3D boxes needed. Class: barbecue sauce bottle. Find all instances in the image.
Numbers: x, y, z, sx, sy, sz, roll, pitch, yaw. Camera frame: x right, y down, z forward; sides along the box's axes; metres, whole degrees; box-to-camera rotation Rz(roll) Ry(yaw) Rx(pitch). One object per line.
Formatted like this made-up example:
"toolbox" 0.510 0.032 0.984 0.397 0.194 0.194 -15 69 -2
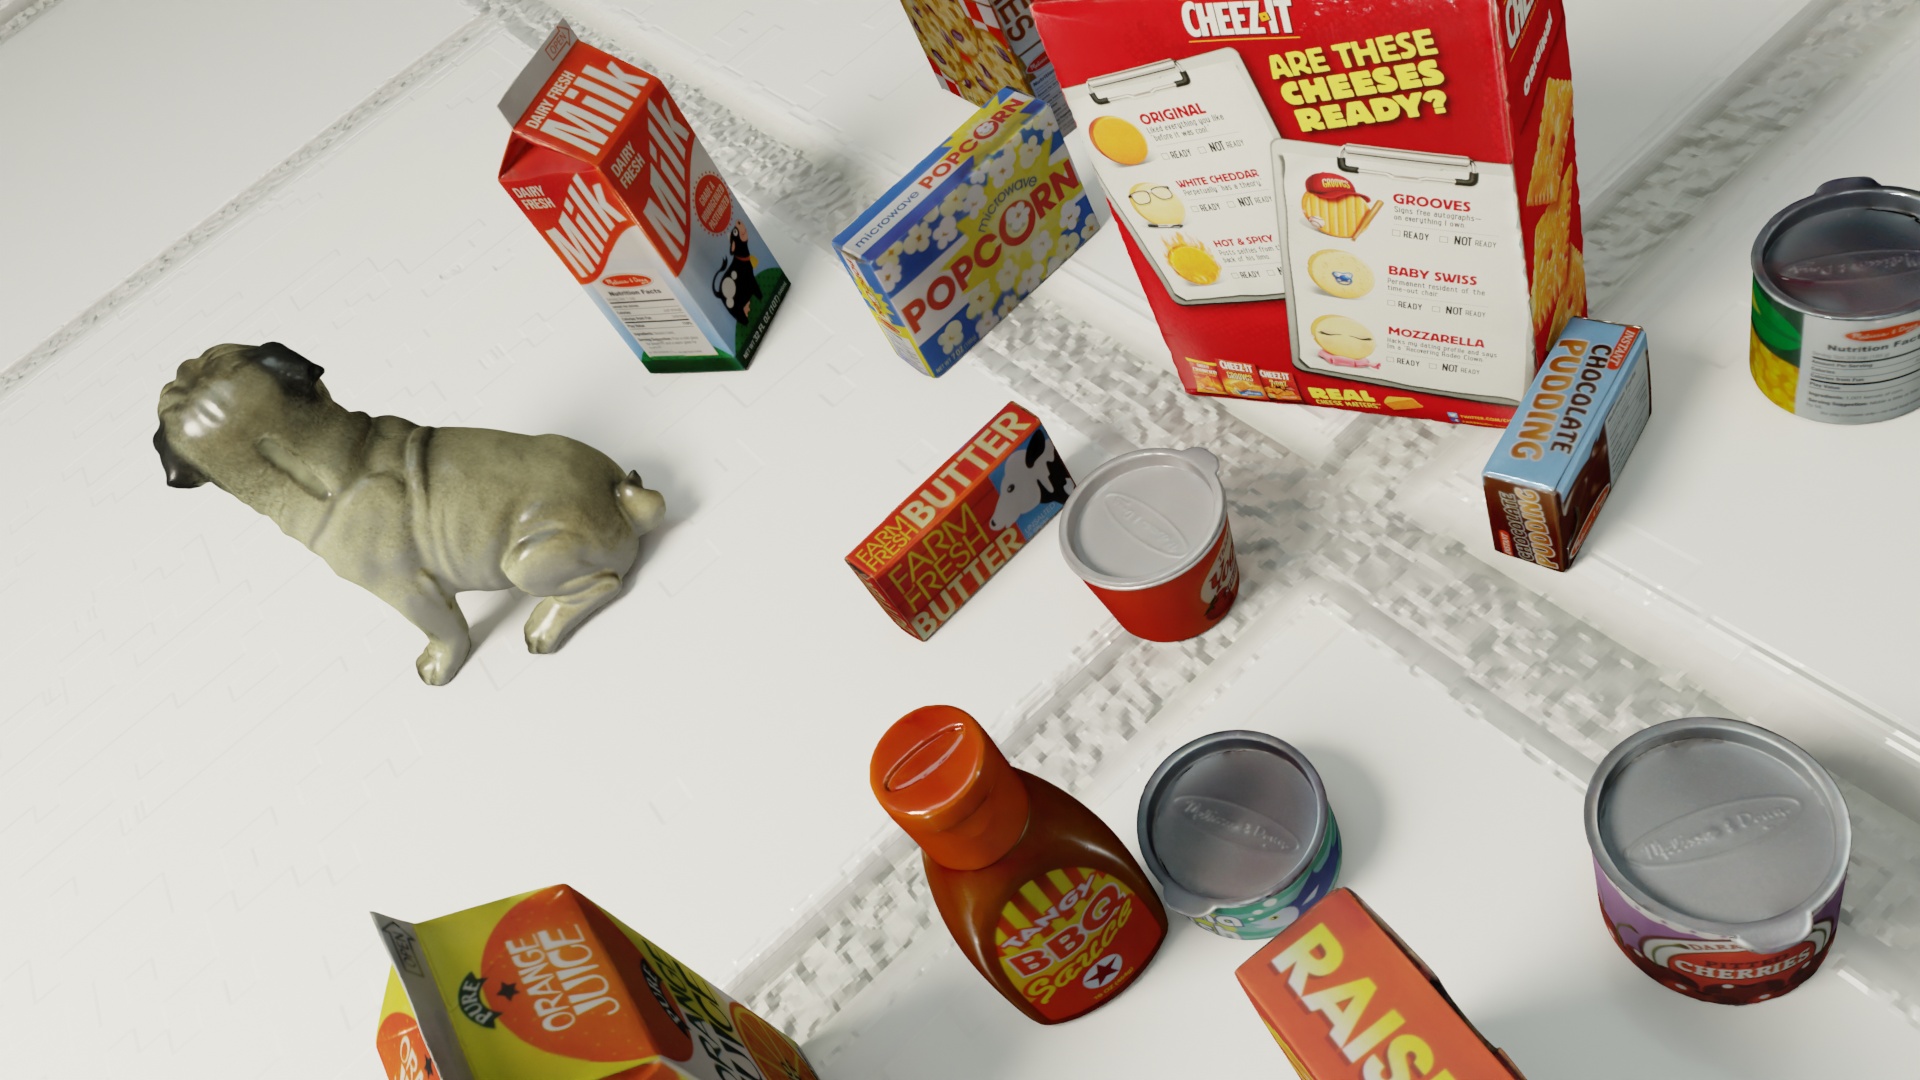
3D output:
"barbecue sauce bottle" 0.018 0.104 0.444 0.065 0.148 0.044 -37 46 -4

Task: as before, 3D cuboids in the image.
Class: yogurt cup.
"yogurt cup" 0.079 0.005 0.559 0.072 0.053 0.073 -14 49 17

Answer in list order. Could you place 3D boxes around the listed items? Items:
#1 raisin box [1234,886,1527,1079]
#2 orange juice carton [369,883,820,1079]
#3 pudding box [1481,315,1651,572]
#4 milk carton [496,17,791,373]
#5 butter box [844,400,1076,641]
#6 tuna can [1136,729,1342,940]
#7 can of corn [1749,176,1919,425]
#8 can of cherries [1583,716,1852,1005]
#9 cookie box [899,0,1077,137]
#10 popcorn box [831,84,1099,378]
"raisin box" 0.124 0.155 0.364 0.040 0.123 0.086 -36 46 -3
"orange juice carton" -0.104 0.172 0.421 0.073 0.192 0.072 -41 46 -7
"pudding box" 0.227 -0.037 0.518 0.030 0.049 0.084 19 65 38
"milk carton" -0.176 -0.180 0.749 0.073 0.189 0.073 2 55 29
"butter box" 0.002 -0.008 0.610 0.104 0.053 0.024 -44 47 -10
"tuna can" 0.096 0.104 0.483 0.071 0.032 0.071 -14 49 17
"can of corn" 0.323 -0.086 0.503 0.071 0.058 0.071 -14 49 17
"can of cherries" 0.221 0.097 0.406 0.071 0.058 0.072 -14 49 17
"cookie box" 0.002 -0.316 0.784 0.040 0.166 0.123 -40 46 -7
"popcorn box" 0.005 -0.156 0.708 0.127 0.085 0.038 -44 47 -11
